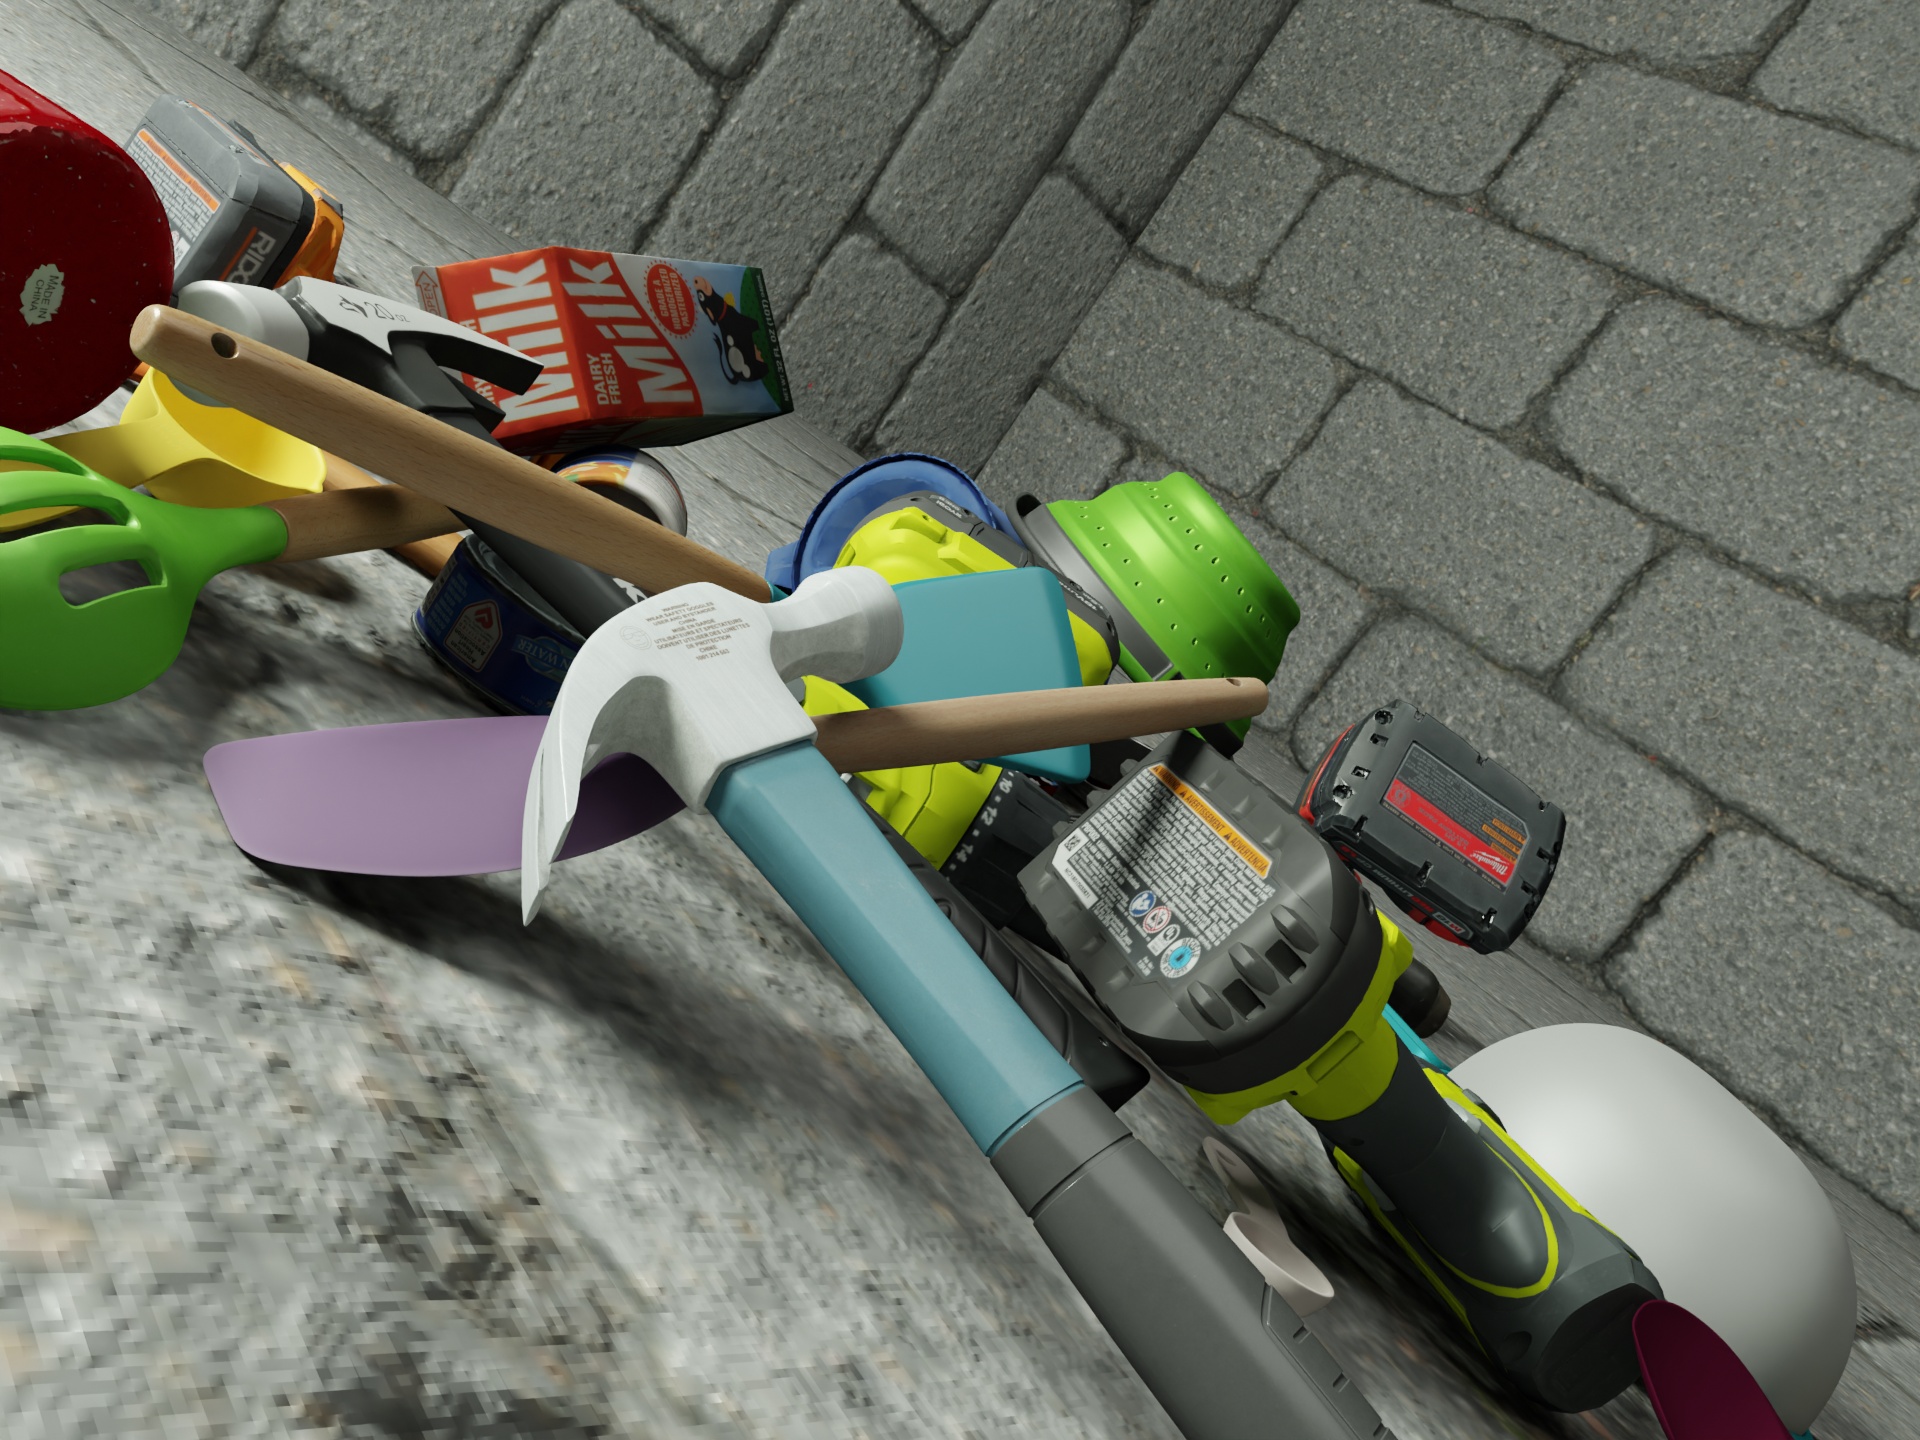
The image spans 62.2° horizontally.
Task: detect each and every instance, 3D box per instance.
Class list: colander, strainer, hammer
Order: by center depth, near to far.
[{"bbox_3d":[0.026,0.091,0.321,0.128,0.033,0.331,-18,58,-45],"label":"hammer"},{"bbox_3d":[-0.071,-0.002,0.470,0.335,0.035,0.146,45,14,1],"label":"hammer"},{"bbox_3d":[0.269,0.160,0.716,0.341,0.095,0.210,48,11,27],"label":"strainer"},{"bbox_3d":[0.079,0.019,0.949,0.149,0.037,0.359,26,0,4],"label":"hammer"},{"bbox_3d":[0.118,-0.098,0.974,0.204,0.094,0.397,47,9,-17],"label":"colander"}]

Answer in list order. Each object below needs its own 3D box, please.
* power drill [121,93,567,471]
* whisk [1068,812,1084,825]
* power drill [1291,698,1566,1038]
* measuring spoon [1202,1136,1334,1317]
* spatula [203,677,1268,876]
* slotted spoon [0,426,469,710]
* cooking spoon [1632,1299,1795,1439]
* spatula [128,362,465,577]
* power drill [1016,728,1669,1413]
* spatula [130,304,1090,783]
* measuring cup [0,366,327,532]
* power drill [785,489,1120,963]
[{"bbox_3d":[-0.274,-0.183,0.732,0.164,0.084,0.226,40,6,36],"label":"power drill"},{"bbox_3d":[0.035,0.051,0.746,0.238,0.055,0.055,25,12,-30],"label":"whisk"},{"bbox_3d":[0.223,0.094,0.850,0.188,0.080,0.226,36,-25,-1],"label":"power drill"},{"bbox_3d":[0.085,0.152,0.483,0.034,0.018,0.124,35,2,0],"label":"measuring spoon"},{"bbox_3d":[-0.028,0.007,0.424,0.315,0.018,0.060,-6,36,-38],"label":"spatula"},{"bbox_3d":[-0.183,-0.056,0.445,0.070,0.031,0.314,55,10,-6],"label":"slotted spoon"},{"bbox_3d":[0.295,0.262,0.541,0.318,0.017,0.069,36,33,-37],"label":"cooking spoon"},{"bbox_3d":[-0.236,-0.104,0.564,0.322,0.041,0.081,34,8,-10],"label":"spatula"},{"bbox_3d":[0.123,0.112,0.529,0.223,0.080,0.171,47,1,-28],"label":"power drill"},{"bbox_3d":[-0.068,-0.046,0.444,0.317,0.044,0.082,22,54,-51],"label":"spatula"},{"bbox_3d":[-0.233,-0.065,0.439,0.062,0.029,0.156,42,20,-7],"label":"measuring cup"},{"bbox_3d":[-0.001,-0.002,0.654,0.190,0.080,0.229,33,25,-3],"label":"power drill"}]
